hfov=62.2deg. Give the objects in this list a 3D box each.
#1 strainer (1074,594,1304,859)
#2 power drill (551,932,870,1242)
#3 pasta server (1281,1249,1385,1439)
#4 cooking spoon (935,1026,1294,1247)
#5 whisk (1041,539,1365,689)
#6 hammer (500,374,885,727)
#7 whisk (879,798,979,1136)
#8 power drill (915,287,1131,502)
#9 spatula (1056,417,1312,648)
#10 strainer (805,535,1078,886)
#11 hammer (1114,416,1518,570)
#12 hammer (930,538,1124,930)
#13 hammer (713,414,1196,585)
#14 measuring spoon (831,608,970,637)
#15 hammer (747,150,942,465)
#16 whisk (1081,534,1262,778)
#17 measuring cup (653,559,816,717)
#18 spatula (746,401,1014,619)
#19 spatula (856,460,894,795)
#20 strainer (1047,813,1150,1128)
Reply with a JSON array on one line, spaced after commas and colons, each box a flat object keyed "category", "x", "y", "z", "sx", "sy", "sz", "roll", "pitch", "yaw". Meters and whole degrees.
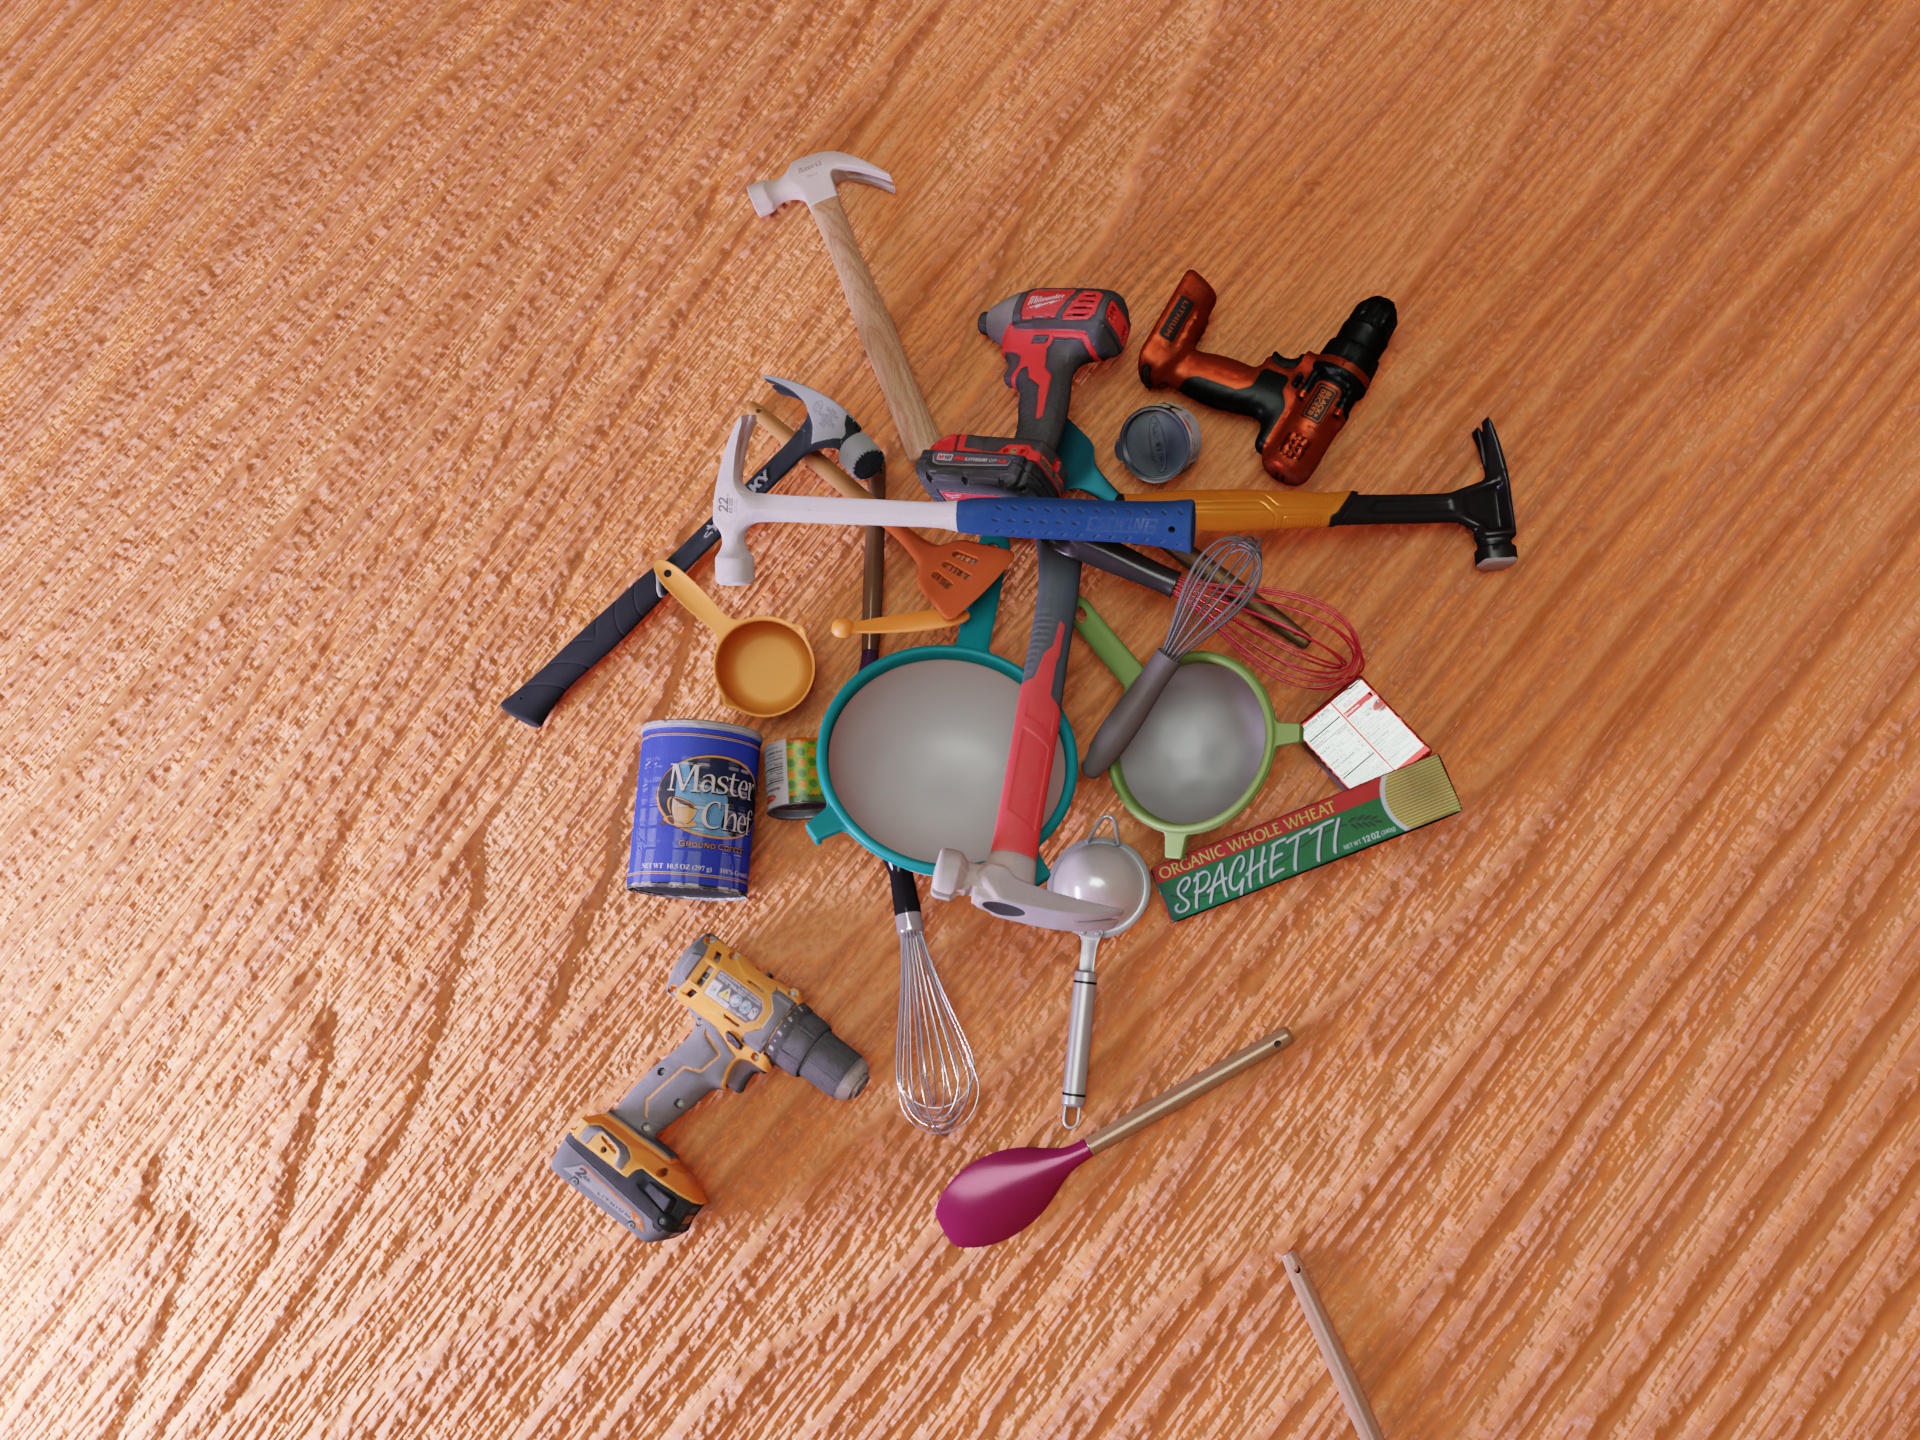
[{"category": "strainer", "x": 0.173, "y": -0.013, "z": 1.330, "sx": 0.151, "sy": 0.069, "sz": 0.257, "roll": -48, "pitch": 55, "yaw": 16}, {"category": "power drill", "x": -0.200, "y": 0.314, "z": 1.300, "sx": 0.185, "sy": 0.084, "sz": 0.226, "roll": 32, "pitch": 79, "yaw": 13}, {"category": "pasta server", "x": 0.315, "y": 0.548, "z": 1.179, "sx": 0.060, "sy": 0.040, "sz": 0.316, "roll": -21, "pitch": 73, "yaw": -9}, {"category": "cooking spoon", "x": 0.125, "y": 0.327, "z": 1.267, "sx": 0.319, "sy": 0.017, "sz": 0.069, "roll": -29, "pitch": 94, "yaw": -1}, {"category": "whisk", "x": 0.196, "y": -0.105, "z": 1.314, "sx": 0.296, "sy": 0.073, "sz": 0.073, "roll": 25, "pitch": 82, "yaw": 9}, {"category": "hammer", "x": -0.256, "y": -0.142, "z": 1.418, "sx": 0.409, "sy": 0.036, "sz": 0.149, "roll": -43, "pitch": 60, "yaw": 4}, {"category": "whisk", "x": -0.036, "y": 0.199, "z": 1.313, "sx": 0.070, "sy": 0.070, "sz": 0.285, "roll": -13, "pitch": 70, "yaw": 6}, {"category": "power drill", "x": 0.051, "y": -0.282, "z": 1.390, "sx": 0.143, "sy": 0.078, "sz": 0.220, "roll": 10, "pitch": 69, "yaw": 32}, {"category": "spatula", "x": 0.173, "y": -0.160, "z": 1.380, "sx": 0.317, "sy": 0.044, "sz": 0.082, "roll": 39, "pitch": 85, "yaw": 11}, {"category": "strainer", "x": -0.002, "y": -0.004, "z": 1.345, "sx": 0.211, "sy": 0.095, "sz": 0.341, "roll": 11, "pitch": 58, "yaw": 1}, {"category": "hammer", "x": 0.292, "y": -0.183, "z": 1.318, "sx": 0.337, "sy": 0.034, "sz": 0.127, "roll": -2, "pitch": 78, "yaw": -6}, {"category": "hammer", "x": 0.079, "y": -0.012, "z": 1.280, "sx": 0.143, "sy": 0.038, "sz": 0.387, "roll": 14, "pitch": 55, "yaw": -3}, {"category": "hammer", "x": -0.012, "y": -0.174, "z": 1.301, "sx": 0.405, "sy": 0.035, "sz": 0.144, "roll": 4, "pitch": 103, "yaw": 14}, {"category": "measuring spoon", "x": -0.050, "y": -0.084, "z": 1.328, "sx": 0.117, "sy": 0.011, "sz": 0.021, "roll": -6, "pitch": 52, "yaw": -2}, {"category": "hammer", "x": -0.085, "y": -0.385, "z": 1.470, "sx": 0.130, "sy": 0.031, "sz": 0.331, "roll": -23, "pitch": 75, "yaw": 4}, {"category": "whisk", "x": 0.167, "y": -0.049, "z": 1.271, "sx": 0.055, "sy": 0.055, "sz": 0.239, "roll": 38, "pitch": 107, "yaw": 15}, {"category": "measuring cup", "x": -0.199, "y": -0.075, "z": 1.384, "sx": 0.173, "sy": 0.052, "sz": 0.095, "roll": 44, "pitch": 89, "yaw": 0}, {"category": "spatula", "x": -0.085, "y": -0.198, "z": 1.400, "sx": 0.081, "sy": 0.041, "sz": 0.323, "roll": -45, "pitch": 65, "yaw": -8}, {"category": "spatula", "x": -0.076, "y": -0.084, "z": 1.397, "sx": 0.059, "sy": 0.018, "sz": 0.316, "roll": 11, "pitch": 70, "yaw": -32}, {"category": "strainer", "x": 0.104, "y": 0.202, "z": 1.296, "sx": 0.087, "sy": 0.050, "sz": 0.258, "roll": 4, "pitch": 81, "yaw": 17}]
